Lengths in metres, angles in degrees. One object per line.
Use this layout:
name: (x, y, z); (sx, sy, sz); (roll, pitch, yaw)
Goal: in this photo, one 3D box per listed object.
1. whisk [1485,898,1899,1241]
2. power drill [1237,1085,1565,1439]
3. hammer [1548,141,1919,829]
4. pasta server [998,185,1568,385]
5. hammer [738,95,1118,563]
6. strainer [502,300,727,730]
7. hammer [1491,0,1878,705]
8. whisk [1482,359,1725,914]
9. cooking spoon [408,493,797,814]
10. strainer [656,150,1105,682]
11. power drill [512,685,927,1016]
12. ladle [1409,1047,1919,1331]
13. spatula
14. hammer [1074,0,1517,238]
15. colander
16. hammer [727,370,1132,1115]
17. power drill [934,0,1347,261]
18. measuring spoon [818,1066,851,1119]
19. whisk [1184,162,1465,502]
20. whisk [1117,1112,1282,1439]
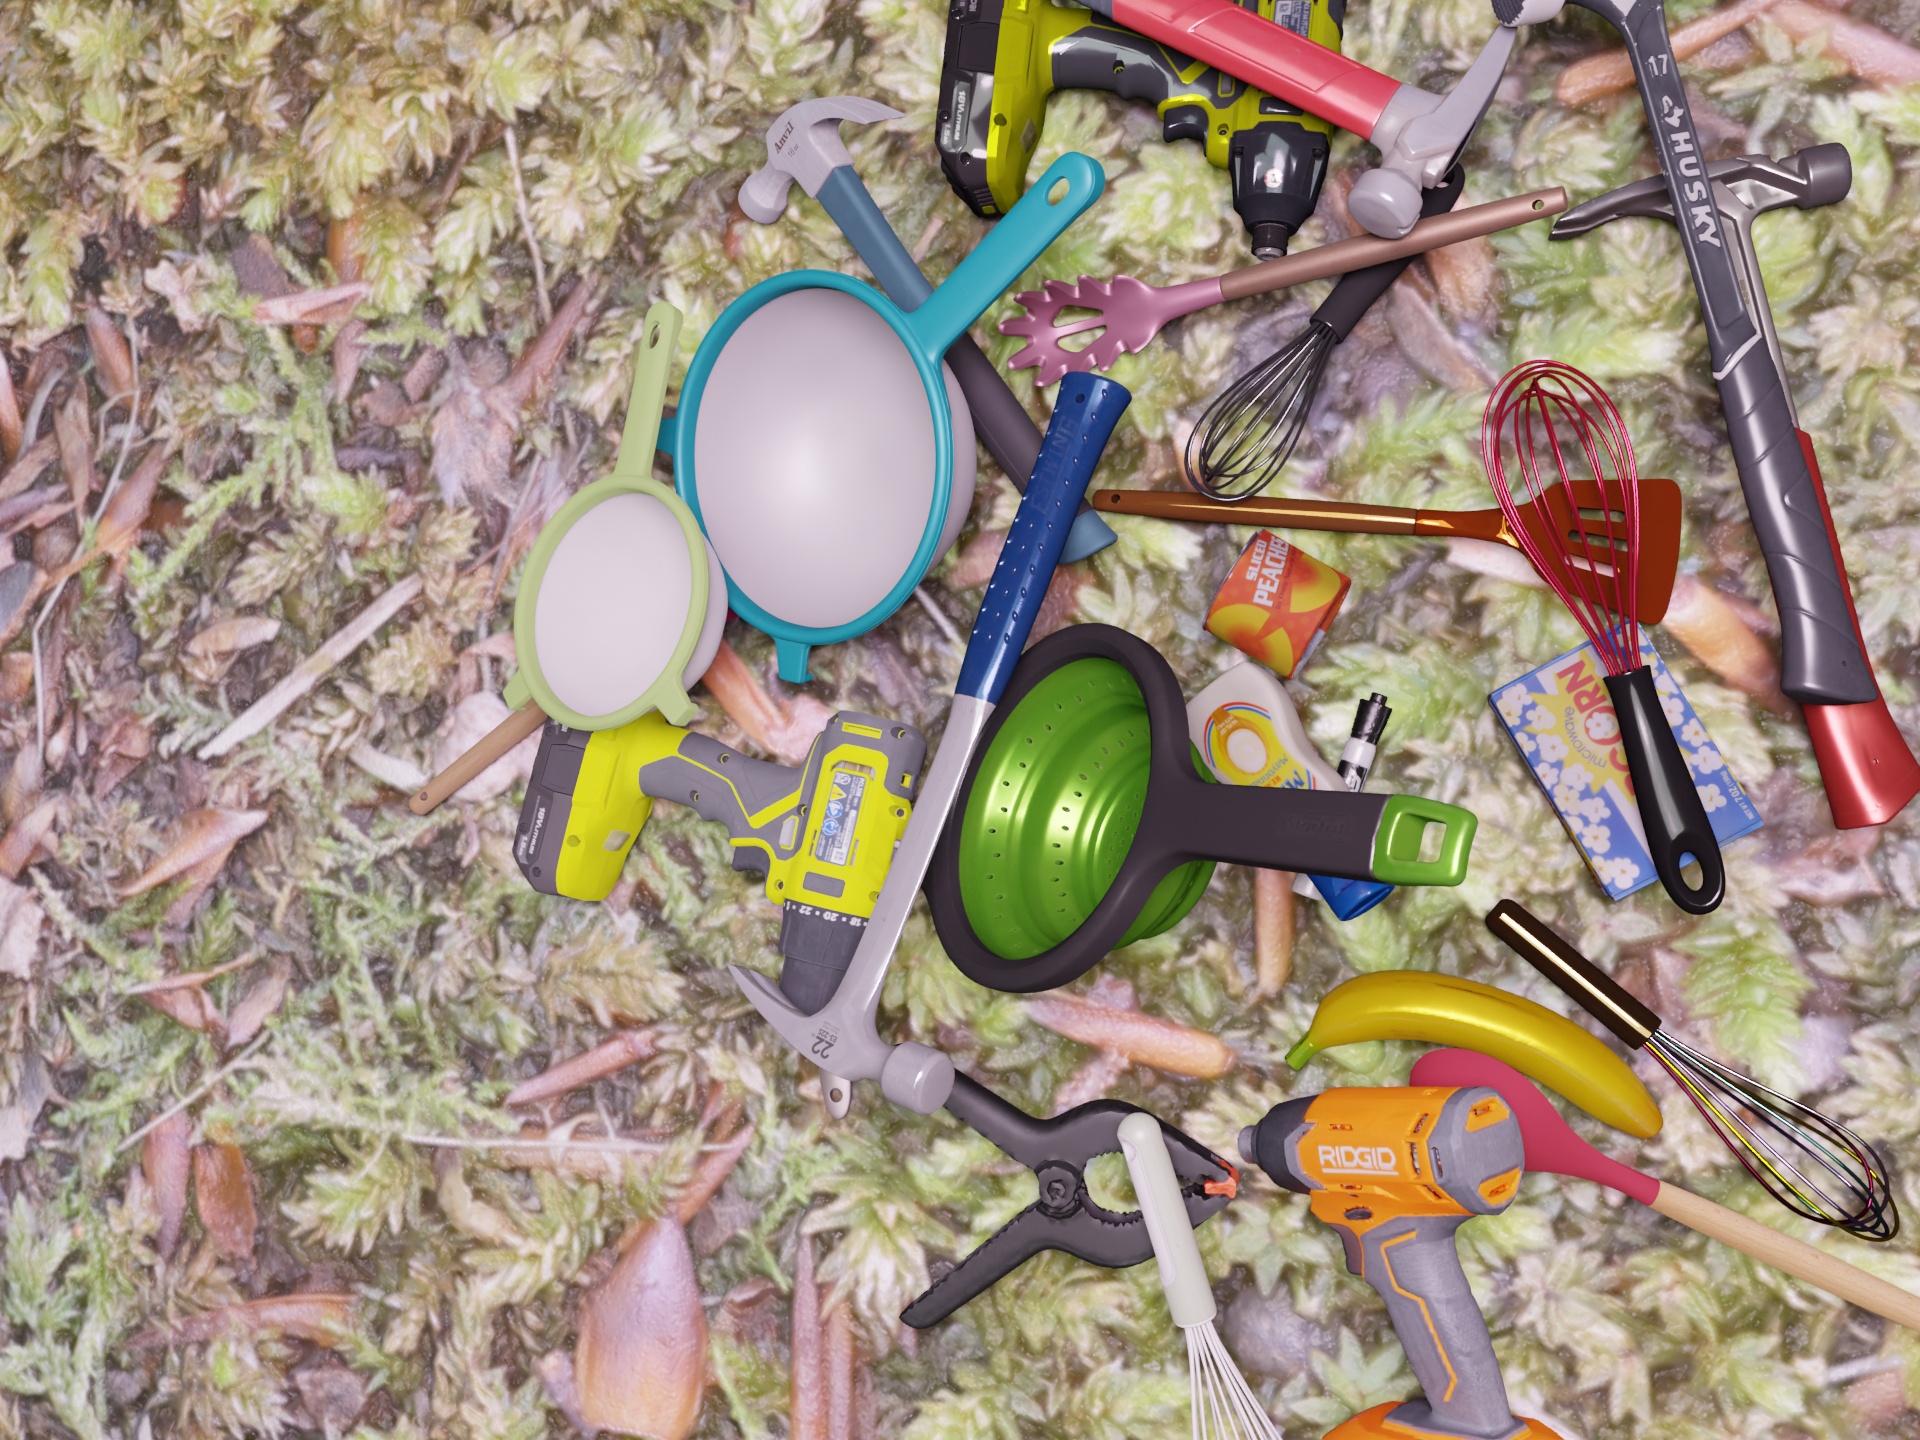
whisk: (0.380, 0.179, 0.834); (0.245, 0.051, 0.047); (41, 75, 18)
power drill: (0.224, 0.305, 0.829); (0.164, 0.084, 0.226); (-16, 81, 50)
hammer: (0.425, -0.120, 0.838); (0.149, 0.036, 0.359); (-12, 83, 11)
pasta server: (0.171, -0.247, 0.887); (0.316, 0.040, 0.060); (-8, 105, 28)
hammer: (-0.014, -0.231, 0.952); (0.331, 0.033, 0.128); (56, 139, 6)
strainer: (-0.180, -0.115, 0.942); (0.151, 0.069, 0.256); (4, 81, 34)
hammer: (0.391, -0.204, 0.804); (0.149, 0.036, 0.409); (-14, 87, -11)
whisk: (0.334, -0.043, 0.811); (0.073, 0.073, 0.296); (-17, 87, 14)
cooking spoon: (-0.236, -0.036, 1.026); (0.319, 0.017, 0.069); (-37, 77, 10)
strainer: (-0.024, -0.187, 0.902); (0.340, 0.095, 0.211); (-40, 73, 33)
power drill: (-0.145, 0.076, 0.957); (0.228, 0.080, 0.190); (12, 84, 16)
ladle: (0.382, 0.255, 0.820); (0.315, 0.031, 0.069); (24, 127, 9)
spatula: (0.234, -0.111, 0.901); (0.323, 0.041, 0.081); (7, 86, 20)
hammer: (0.109, -0.409, 0.873); (0.386, 0.038, 0.143); (31, 84, 13)
colander: (0.119, 0.058, 0.803); (0.397, 0.094, 0.204); (1, 73, 58)
hammer: (-0.001, -0.003, 0.871); (0.144, 0.035, 0.405); (16, 81, 34)
power drill: (0.104, -0.357, 0.926); (0.223, 0.080, 0.171); (6, 87, 13)
measuring spoon: (-0.082, 0.181, 0.968); (0.034, 0.018, 0.124); (-8, 83, 15)
whisk: (0.209, -0.220, 0.897); (0.055, 0.055, 0.239); (38, 89, 15)
whisk: (0.129, 0.333, 0.867); (0.059, 0.058, 0.246); (-17, 90, -24)
